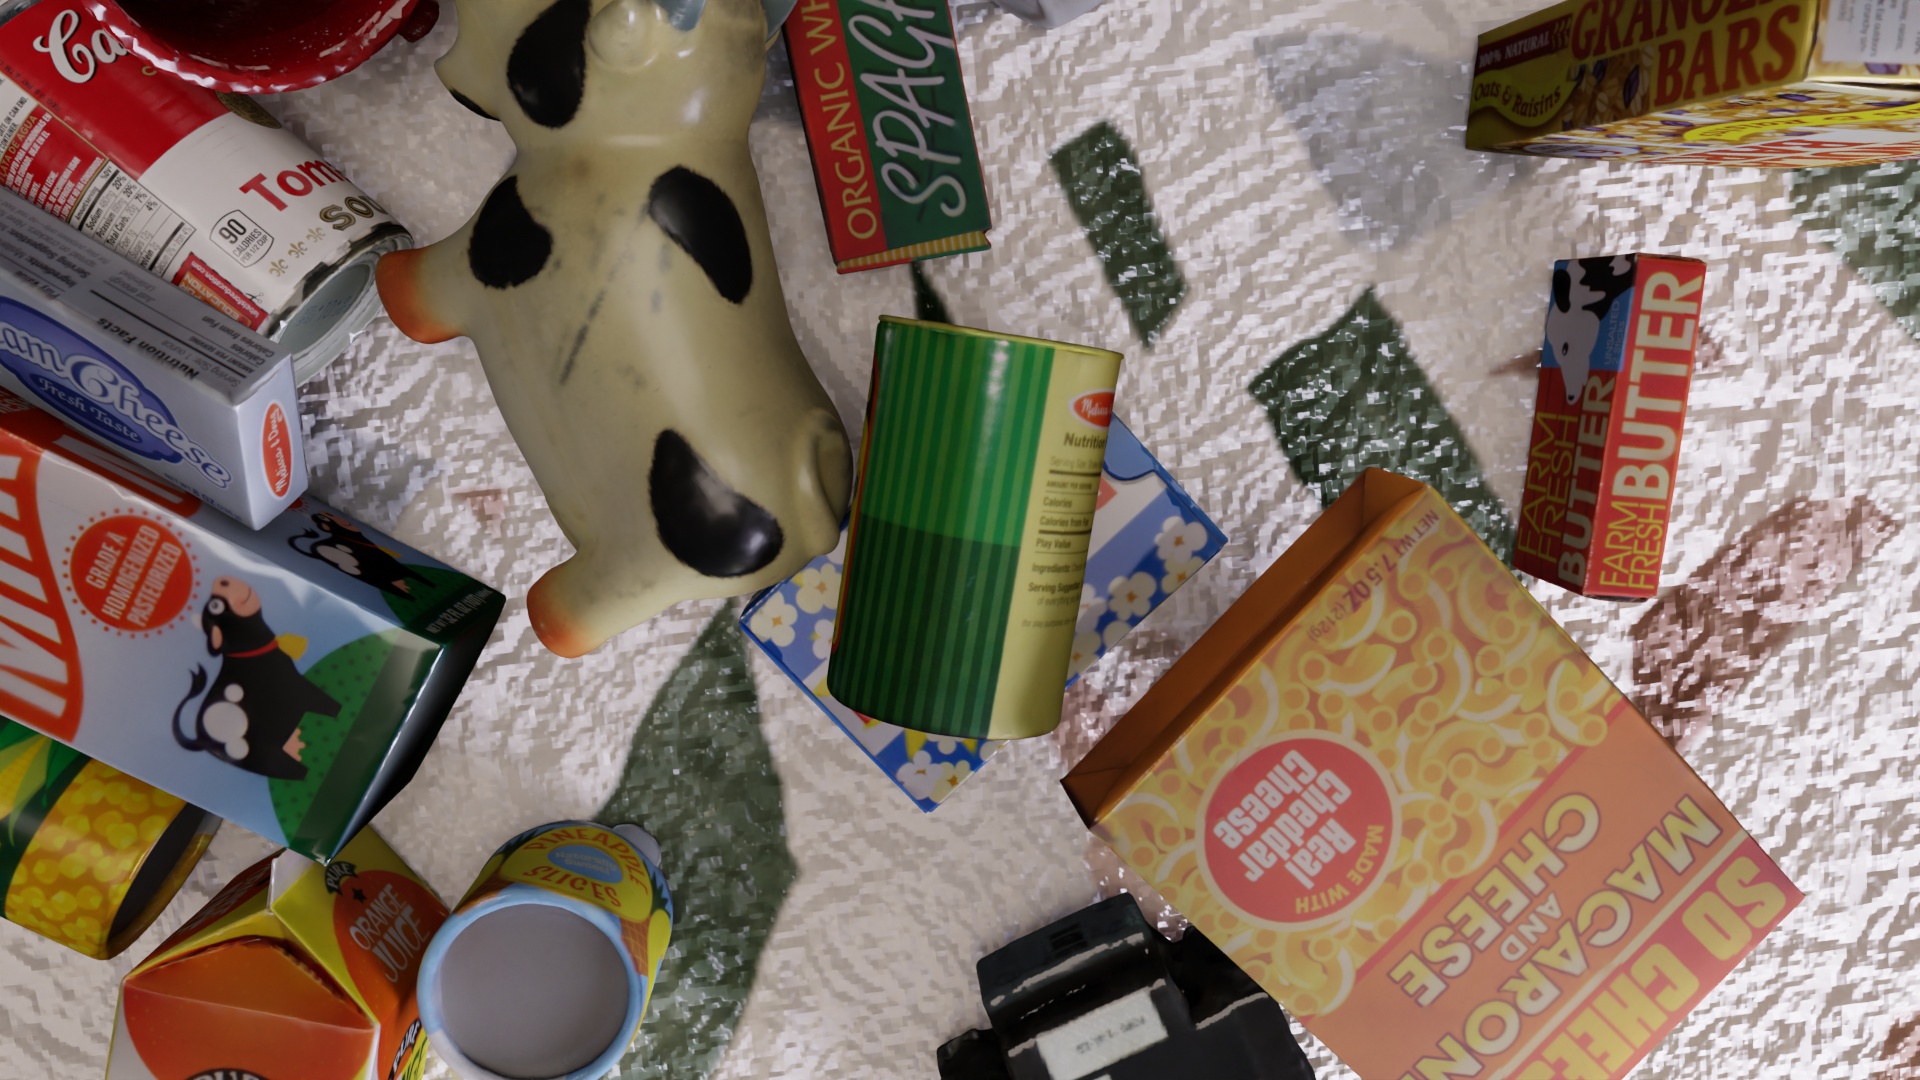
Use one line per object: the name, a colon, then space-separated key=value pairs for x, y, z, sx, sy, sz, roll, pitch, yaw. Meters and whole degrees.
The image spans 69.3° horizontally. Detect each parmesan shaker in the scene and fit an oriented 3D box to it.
parmesan shaker: x=0.001 y=-0.005 z=0.373 sx=0.071 sy=0.071 sz=0.103 roll=9 pitch=97 yaw=-5

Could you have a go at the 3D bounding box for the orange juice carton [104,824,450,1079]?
orange juice carton: x=-0.209 y=0.173 z=0.421 sx=0.073 sy=0.072 sz=0.192 roll=12 pitch=97 yaw=-6

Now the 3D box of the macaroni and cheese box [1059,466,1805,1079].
macaroni and cheese box: x=0.130 y=0.081 z=0.383 sx=0.166 sy=0.040 sz=0.123 roll=44 pitch=92 yaw=-13

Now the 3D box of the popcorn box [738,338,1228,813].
popcorn box: x=0.006 y=0.011 z=0.432 sx=0.126 sy=0.038 sz=0.085 roll=-43 pitch=97 yaw=3

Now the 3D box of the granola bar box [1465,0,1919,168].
granola bar box: x=0.228 y=-0.124 z=0.366 sx=0.124 sy=0.166 sz=0.039 roll=1 pitch=101 yaw=-4

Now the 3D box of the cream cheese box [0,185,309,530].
cream cheese box: x=-0.221 y=-0.049 z=0.361 sx=0.104 sy=0.024 sz=0.053 roll=29 pitch=138 yaw=3

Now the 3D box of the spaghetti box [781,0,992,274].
spaghetti box: x=-0.039 y=-0.204 z=0.404 sx=0.050 sy=0.029 sz=0.249 roll=-12 pitch=98 yaw=-2

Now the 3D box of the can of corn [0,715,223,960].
can of corn: x=-0.259 y=0.083 z=0.407 sx=0.058 sy=0.071 sz=0.071 roll=28 pitch=95 yaw=-8

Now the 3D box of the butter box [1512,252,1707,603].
butter box: x=0.200 y=-0.036 z=0.432 sx=0.024 sy=0.053 sz=0.103 roll=5 pitch=97 yaw=-3

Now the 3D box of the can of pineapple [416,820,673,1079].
can of pineapple: x=-0.125 y=0.126 z=0.428 sx=0.071 sy=0.058 sz=0.071 roll=-1 pitch=98 yaw=-4

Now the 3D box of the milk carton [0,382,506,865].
milk carton: x=-0.240 y=0.009 z=0.397 sx=0.190 sy=0.072 sz=0.073 roll=28 pitch=96 yaw=-7

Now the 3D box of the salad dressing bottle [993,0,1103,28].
salad dressing bottle: x=0.054 y=-0.222 z=0.402 sx=0.064 sy=0.044 sz=0.147 roll=36 pitch=93 yaw=-7
